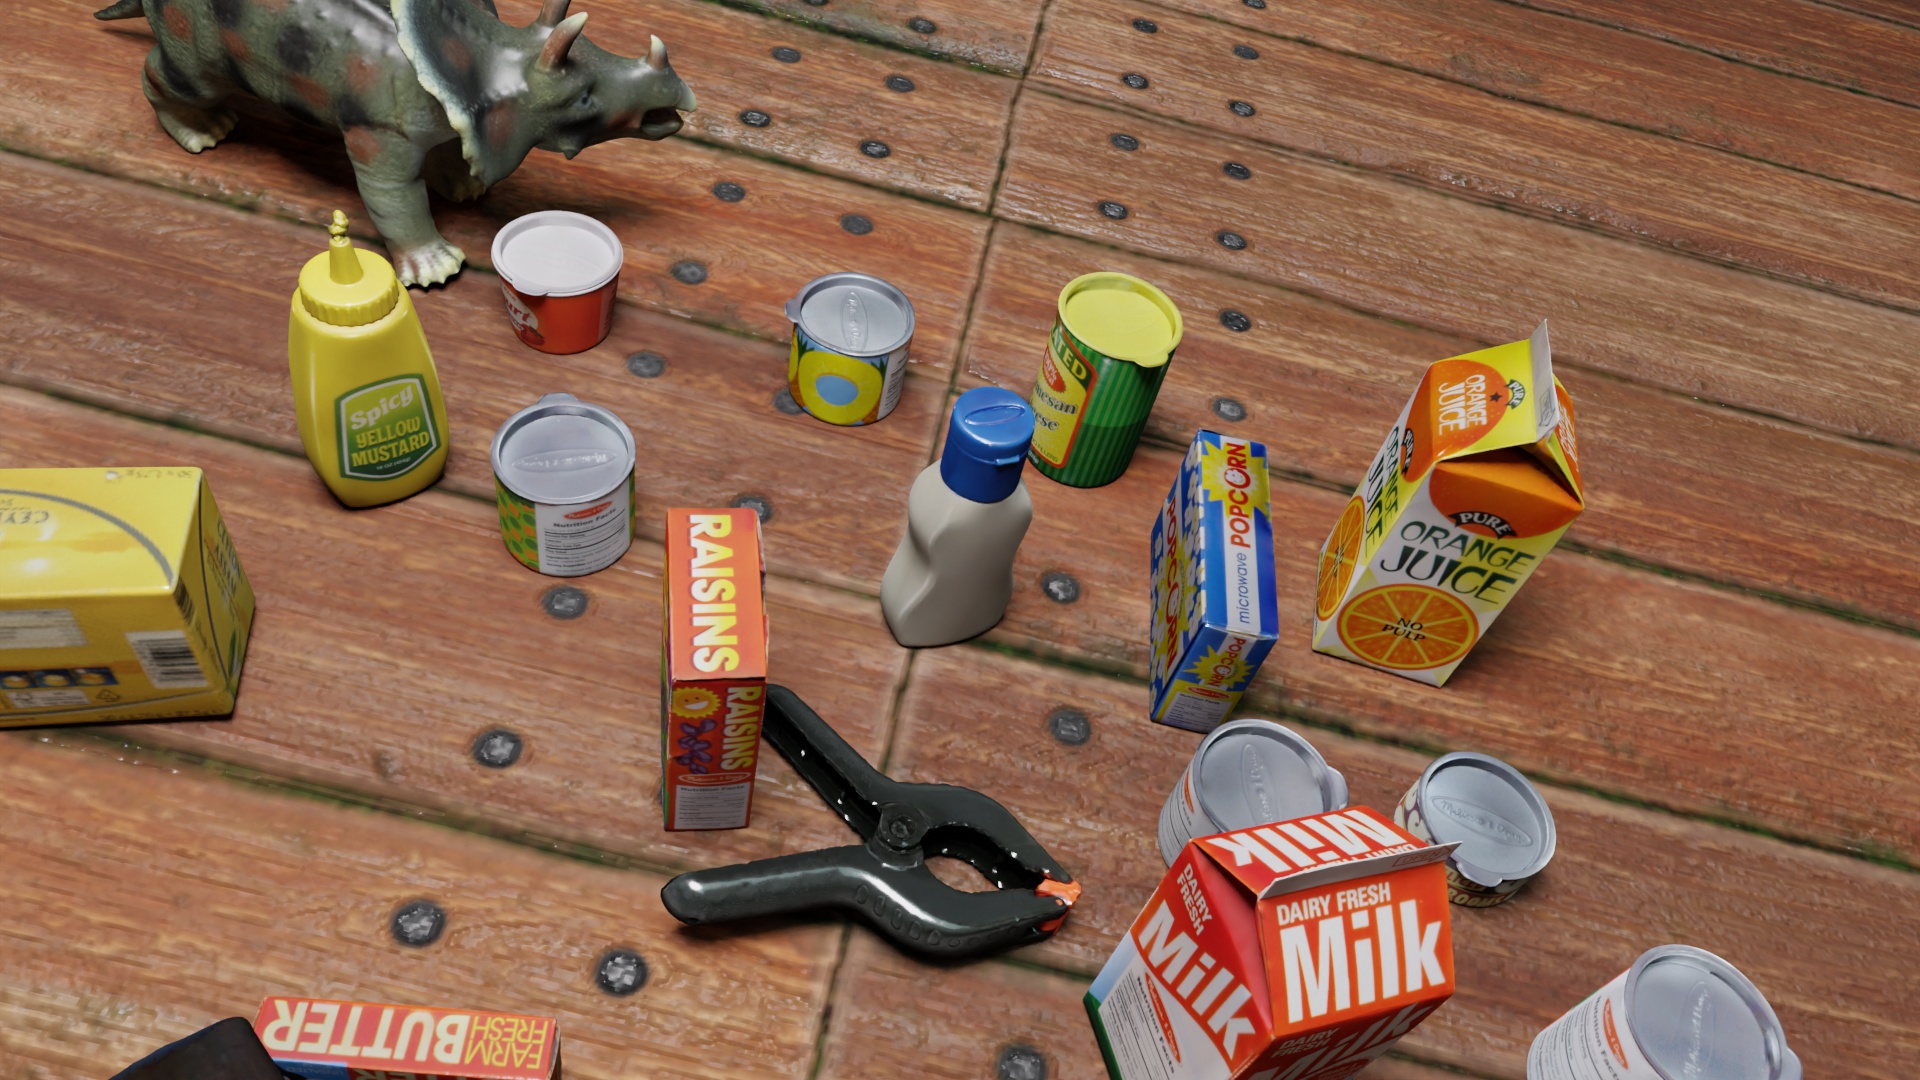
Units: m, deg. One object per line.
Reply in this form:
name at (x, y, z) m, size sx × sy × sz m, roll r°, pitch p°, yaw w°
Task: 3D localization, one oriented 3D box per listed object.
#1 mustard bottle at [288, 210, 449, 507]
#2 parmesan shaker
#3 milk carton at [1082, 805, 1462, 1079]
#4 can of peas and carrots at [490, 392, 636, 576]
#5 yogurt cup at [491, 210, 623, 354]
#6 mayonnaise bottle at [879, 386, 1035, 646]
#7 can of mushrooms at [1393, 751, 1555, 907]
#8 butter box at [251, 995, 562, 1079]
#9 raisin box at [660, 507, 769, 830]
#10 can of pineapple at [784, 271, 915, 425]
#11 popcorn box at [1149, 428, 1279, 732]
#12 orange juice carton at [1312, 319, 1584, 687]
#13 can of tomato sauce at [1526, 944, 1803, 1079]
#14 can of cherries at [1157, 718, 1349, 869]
mustard bottle at (-0.275, -0.083, 0.636) m, size 0.065 × 0.159 × 0.049 m, roll -25°, pitch 60°, yaw -29°
parmesan shaker at (0.075, -0.083, 0.754) m, size 0.071 × 0.102 × 0.072 m, roll 6°, pitch 50°, yaw -8°
milk carton at (0.111, 0.158, 0.506) m, size 0.072 × 0.189 × 0.074 m, roll -7°, pitch 53°, yaw -18°
can of peas and carrots at (-0.192, -0.027, 0.675) m, size 0.071 × 0.058 × 0.071 m, roll 6°, pitch 50°, yaw -8°
yogurt cup at (-0.221, -0.140, 0.765) m, size 0.072 × 0.053 × 0.073 m, roll 6°, pitch 50°, yaw -8°
mayonnaise bottle at (0.002, -0.008, 0.646) m, size 0.065 × 0.147 × 0.041 m, roll -12°, pitch 55°, yaw -22°
can of mushrooms at (0.241, 0.138, 0.655) m, size 0.071 × 0.033 × 0.071 m, roll 6°, pitch 50°, yaw -8°
butter box at (-0.197, 0.188, 0.500) m, size 0.103 × 0.052 × 0.024 m, roll 7°, pitch 50°, yaw -7°
raisin box at (-0.105, 0.056, 0.584) m, size 0.040 × 0.122 × 0.086 m, roll 0°, pitch 51°, yaw -13°
can of pineapple at (-0.063, -0.106, 0.771) m, size 0.071 × 0.057 × 0.071 m, roll 6°, pitch 50°, yaw -8°
popcorn box at (0.124, 0.020, 0.692) m, size 0.038 × 0.084 × 0.127 m, roll 11°, pitch 50°, yaw -4°
orange juice carton at (0.242, -0.016, 0.679) m, size 0.073 × 0.191 × 0.072 m, roll 16°, pitch 50°, yaw 1°
can of tomato sauce at (0.284, 0.215, 0.569) m, size 0.071 × 0.082 × 0.071 m, roll 6°, pitch 50°, yaw -8°
can of cherries at (0.130, 0.124, 0.625) m, size 0.071 × 0.058 × 0.072 m, roll 6°, pitch 50°, yaw -8°
